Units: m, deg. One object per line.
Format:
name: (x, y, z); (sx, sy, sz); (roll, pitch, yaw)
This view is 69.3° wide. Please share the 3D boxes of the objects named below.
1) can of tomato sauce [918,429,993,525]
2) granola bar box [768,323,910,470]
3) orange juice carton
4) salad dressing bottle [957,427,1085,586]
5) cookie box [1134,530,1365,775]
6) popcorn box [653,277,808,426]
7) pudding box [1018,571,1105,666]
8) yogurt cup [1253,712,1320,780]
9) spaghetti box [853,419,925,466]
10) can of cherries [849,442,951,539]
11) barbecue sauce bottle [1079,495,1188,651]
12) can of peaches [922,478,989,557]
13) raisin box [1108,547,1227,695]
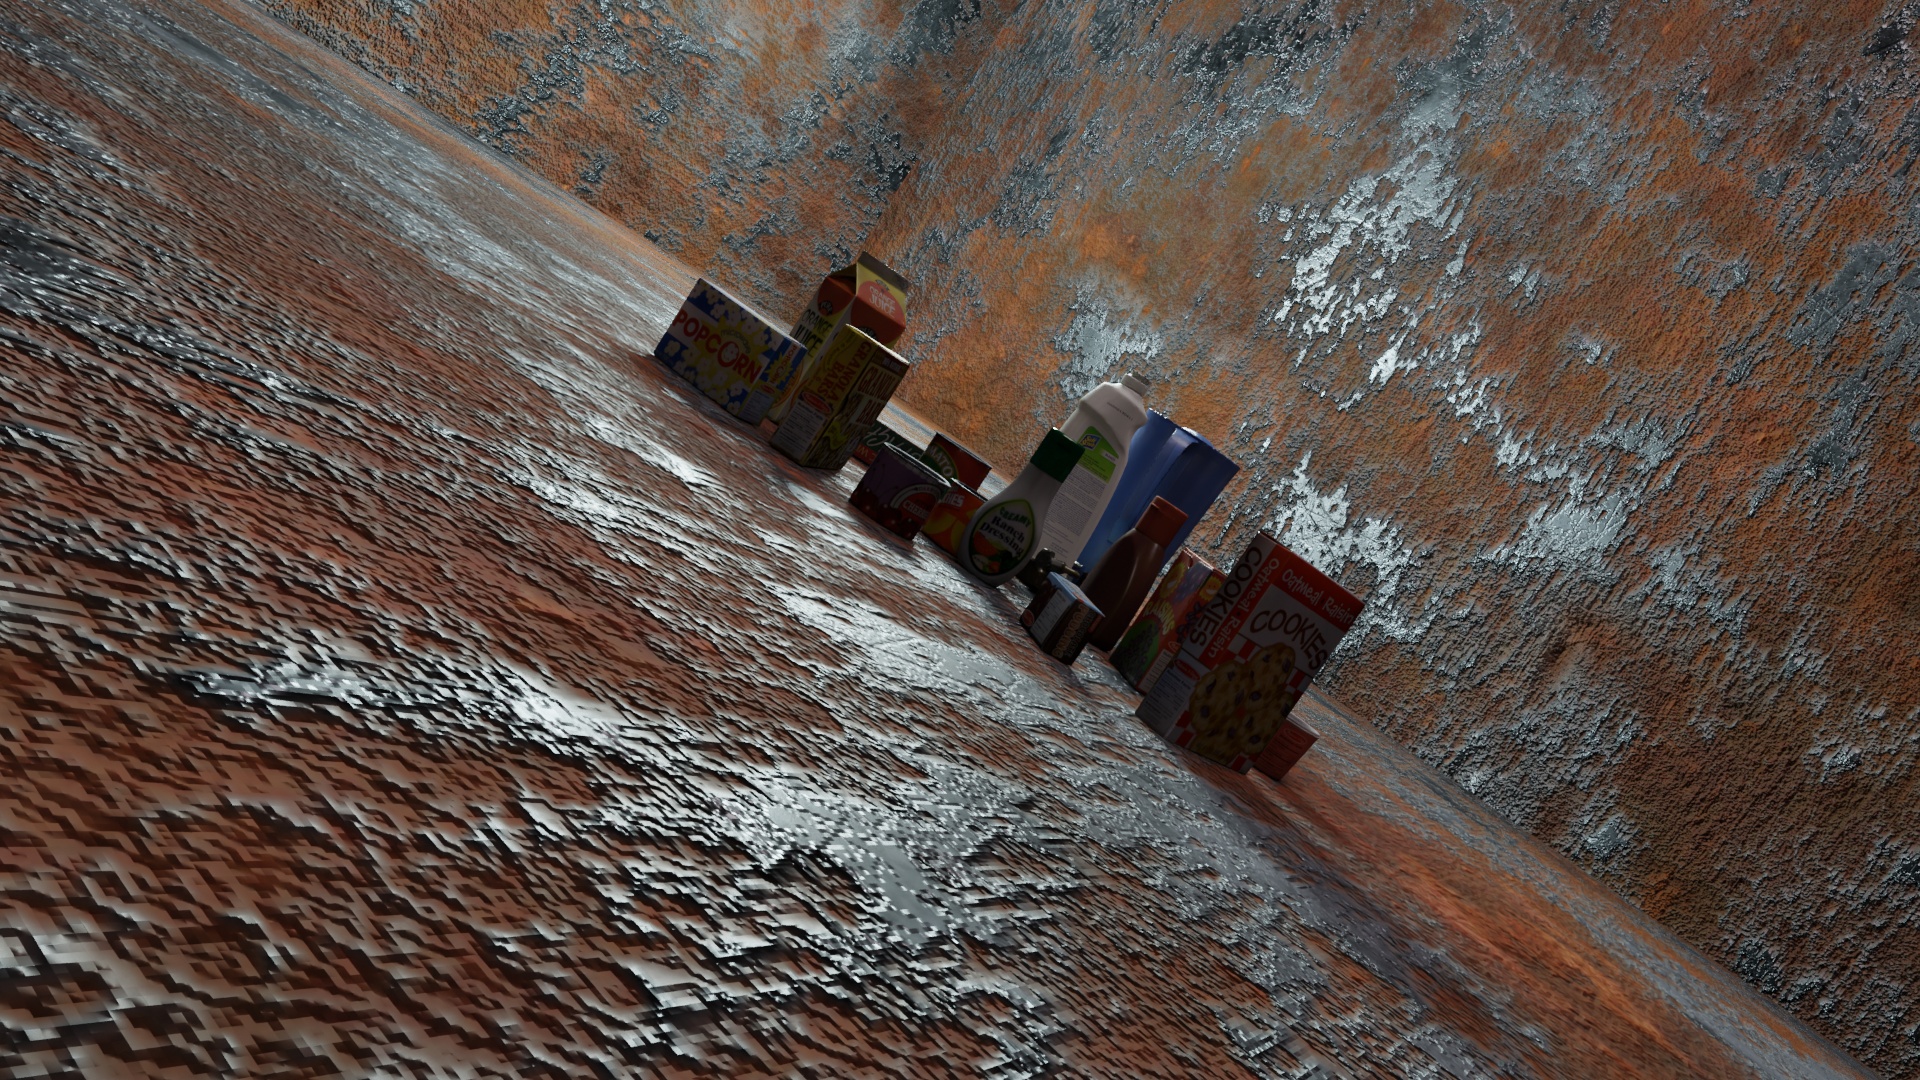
can of tomato sauce: (-0.019, -0.057, 1.370); (0.071, 0.083, 0.071); (33, 5, -3)
granola bar box: (-0.105, -0.125, 1.258); (0.039, 0.124, 0.165); (34, 5, 5)
orange juice carton: (-0.125, -0.196, 1.405); (0.072, 0.192, 0.073); (30, 6, -40)
salad dressing bottle: (0.055, -0.031, 1.233); (0.064, 0.147, 0.044); (34, 5, 0)
cookie box: (0.223, 0.088, 1.061); (0.123, 0.167, 0.040); (29, 7, -44)
popcorn box: (-0.211, -0.172, 1.261); (0.127, 0.085, 0.038); (36, 6, 29)
pudding box: (0.079, 0.060, 1.089); (0.030, 0.049, 0.084); (32, 5, -16)
yogurt cup: (0.268, 0.170, 1.202); (0.072, 0.054, 0.072); (33, 5, -3)
spaghetti box: (-0.147, -0.142, 1.549); (0.250, 0.050, 0.029); (33, 5, -8)
can of cherries: (-0.051, -0.040, 1.176); (0.071, 0.058, 0.071); (33, 5, -3)
barbecue sauce bottle: (0.157, 0.028, 1.305); (0.043, 0.148, 0.065); (30, 6, -37)
can of peaches: (0.005, -0.016, 1.286); (0.071, 0.058, 0.071); (33, 5, -3)
raisin box: (0.187, 0.074, 1.212); (0.040, 0.123, 0.086); (33, 5, -13)
